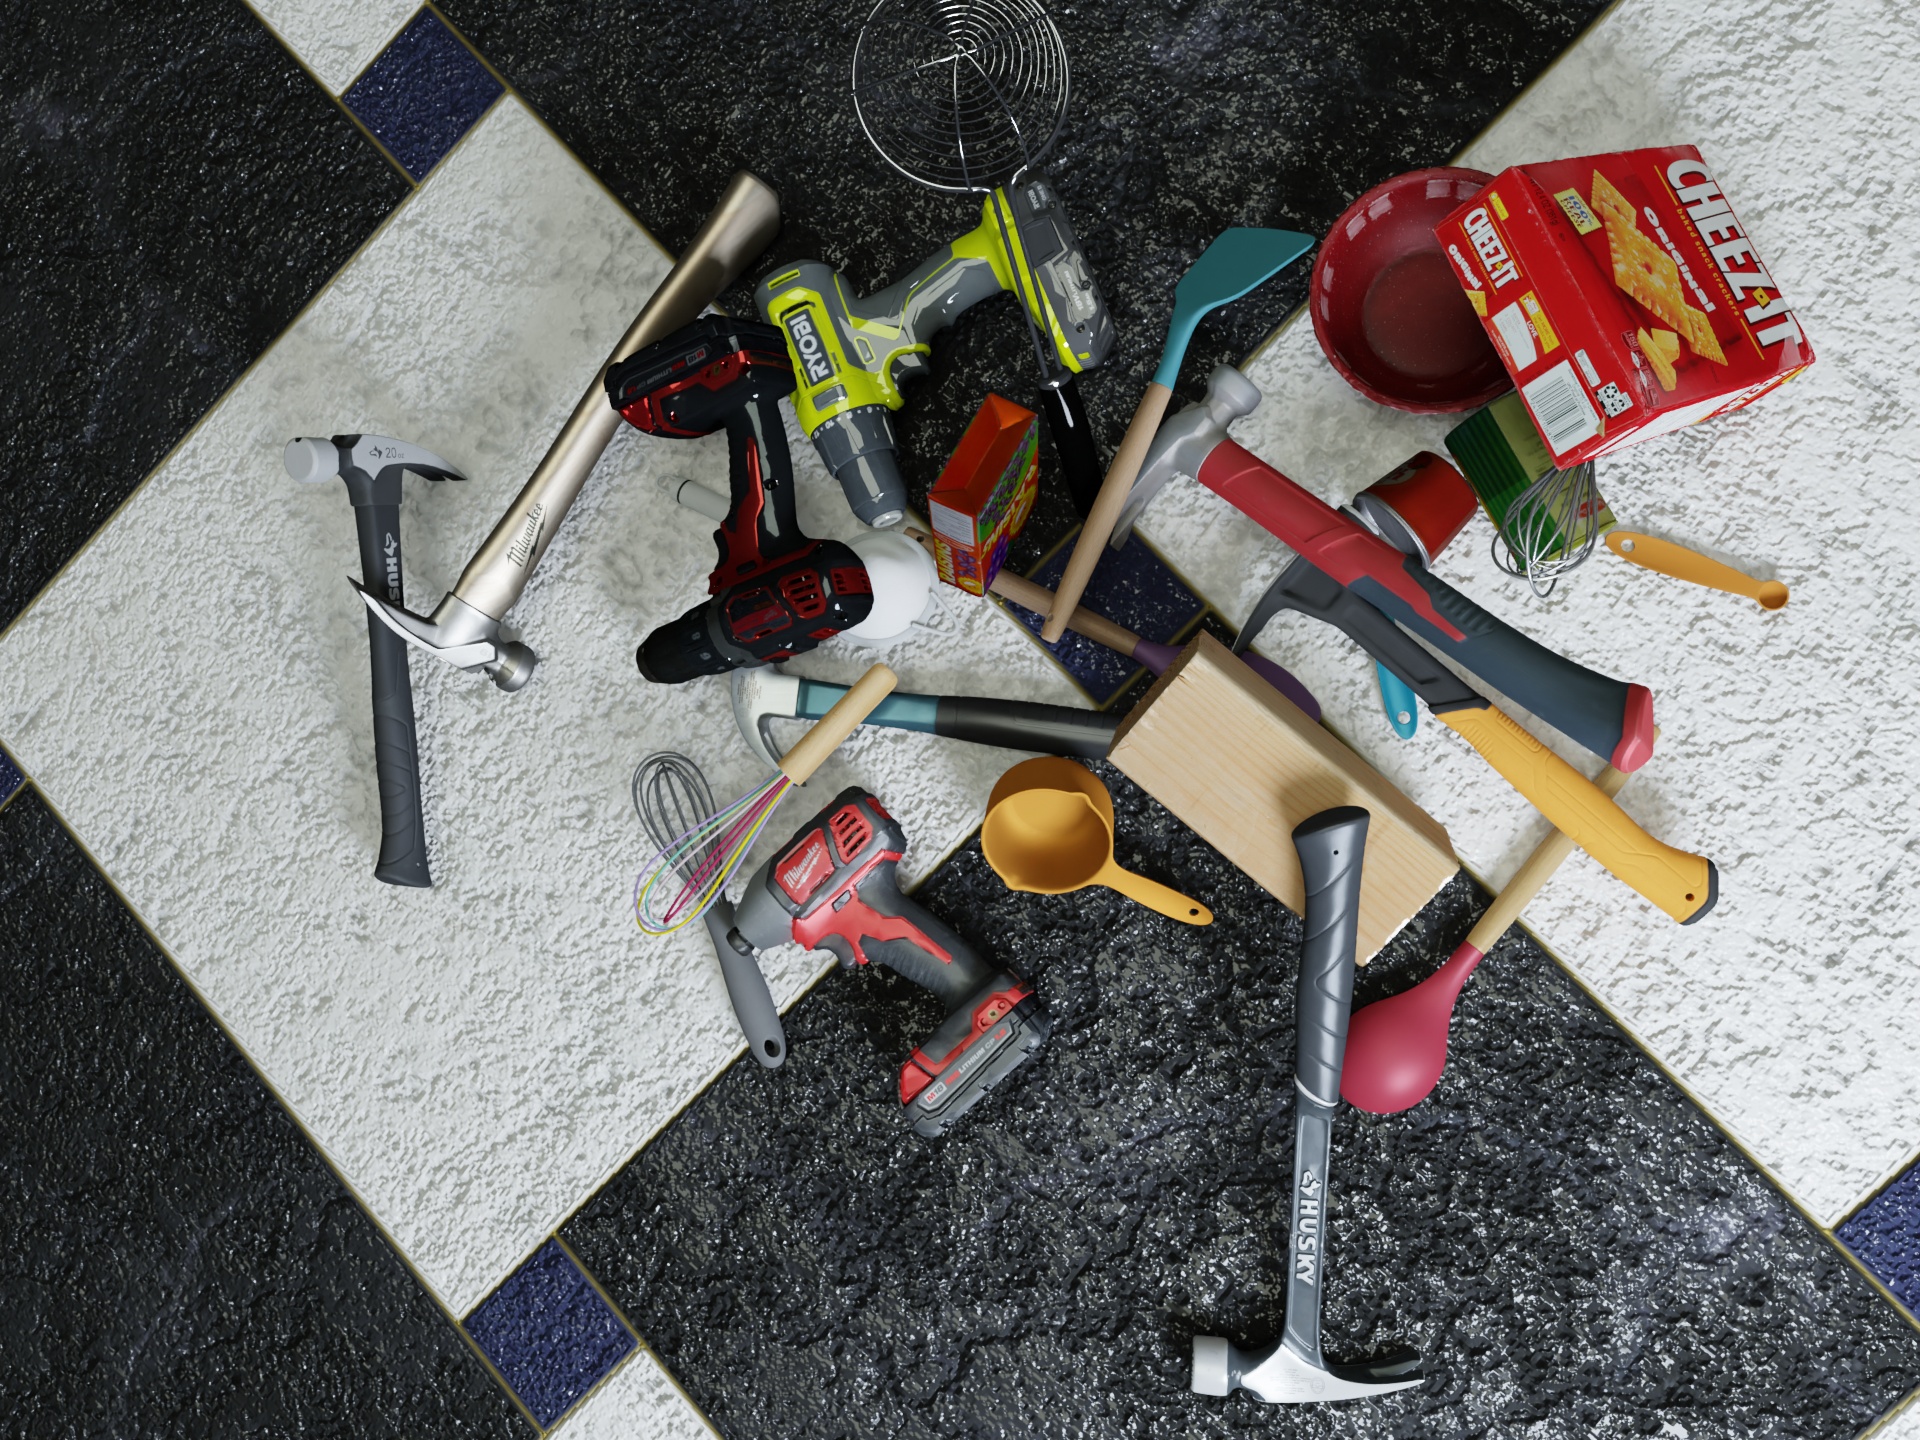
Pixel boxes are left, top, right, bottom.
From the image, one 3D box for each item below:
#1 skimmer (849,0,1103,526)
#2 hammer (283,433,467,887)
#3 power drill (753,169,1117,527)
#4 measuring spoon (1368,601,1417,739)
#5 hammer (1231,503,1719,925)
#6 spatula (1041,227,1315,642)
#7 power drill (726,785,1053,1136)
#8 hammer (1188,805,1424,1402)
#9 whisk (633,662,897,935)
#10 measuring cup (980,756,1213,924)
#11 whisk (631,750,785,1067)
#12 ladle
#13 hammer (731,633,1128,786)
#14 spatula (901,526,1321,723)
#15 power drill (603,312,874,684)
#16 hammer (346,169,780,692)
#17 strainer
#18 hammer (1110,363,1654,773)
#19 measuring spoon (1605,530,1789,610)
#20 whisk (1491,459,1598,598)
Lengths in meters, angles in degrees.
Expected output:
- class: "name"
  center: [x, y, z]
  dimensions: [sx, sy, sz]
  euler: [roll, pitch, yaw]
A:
- class: "skimmer"
  center: [0.037, -0.280, 1.002]
  dimensions: [0.127, 0.362, 0.090]
  euler: [-23, 43, 0]
- class: "hammer"
  center: [-0.413, -0.039, 1.162]
  dimensions: [0.035, 0.146, 0.334]
  euler: [2, 100, 24]
- class: "power drill"
  center: [-0.013, -0.257, 1.101]
  dimensions: [0.228, 0.080, 0.190]
  euler: [-23, 83, 12]
- class: "measuring spoon"
  center: [0.285, -0.051, 1.061]
  dimensions: [0.042, 0.021, 0.128]
  euler: [-12, 90, 17]
- class: "hammer"
  center: [0.333, 0.013, 1.018]
  dimensions: [0.337, 0.034, 0.127]
  euler: [42, 102, 12]
- class: "spatula"
  center: [0.131, -0.194, 1.062]
  dimensions: [0.082, 0.044, 0.317]
  euler: [26, 92, 47]
- class: "power drill"
  center: [-0.053, 0.168, 1.084]
  dimensions: [0.143, 0.078, 0.220]
  euler: [-42, 79, 2]
- class: "hammer"
  center: [0.226, 0.249, 0.992]
  dimensions: [0.149, 0.036, 0.408]
  euler: [3, 106, 8]
- class: "whisk"
  center: [-0.131, 0.056, 1.087]
  dimensions: [0.245, 0.047, 0.051]
  euler: [-46, 111, -2]
- class: "measuring cup"
  center: [0.096, 0.085, 1.077]
  dimensions: [0.173, 0.052, 0.095]
  euler: [27, 123, -12]
- class: "whisk"
  center: [-0.175, 0.135, 1.131]
  dimensions: [0.055, 0.055, 0.239]
  euler: [-22, 87, 10]
- class: "ladle"
  center: [0.352, 0.128, 1.035]
  dimensions: [0.069, 0.031, 0.315]
  euler: [38, 93, 10]
- class: "hammer"
  center: [-0.002, -0.004, 1.108]
  dimensions: [0.331, 0.033, 0.128]
  euler: [7, 88, 12]
- class: "spatula"
  center: [0.100, -0.064, 1.097]
  dimensions: [0.316, 0.018, 0.060]
  euler: [26, 78, 11]
- class: "power drill"
  center: [-0.169, -0.142, 1.091]
  dimensions: [0.188, 0.080, 0.227]
  euler: [-19, 87, 30]
- class: "hammer"
  center: [-0.266, -0.220, 1.133]
  dimensions: [0.038, 0.146, 0.410]
  euler: [33, 89, 46]
- class: "strainer"
  center: [-0.116, -0.123, 1.125]
  dimensions: [0.258, 0.050, 0.087]
  euler: [26, 80, 20]
- class: "hammer"
  center: [0.247, -0.078, 0.976]
  dimensions: [0.143, 0.038, 0.387]
  euler: [-51, 53, 7]
- class: "measuring spoon"
  center: [0.475, -0.098, 1.029]
  dimensions: [0.117, 0.011, 0.021]
  euler: [23, 93, 15]
- class: "whisk"
  center: [0.381, -0.163, 0.972]
  dimensions: [0.058, 0.059, 0.246]
  euler: [2, 44, 39]
